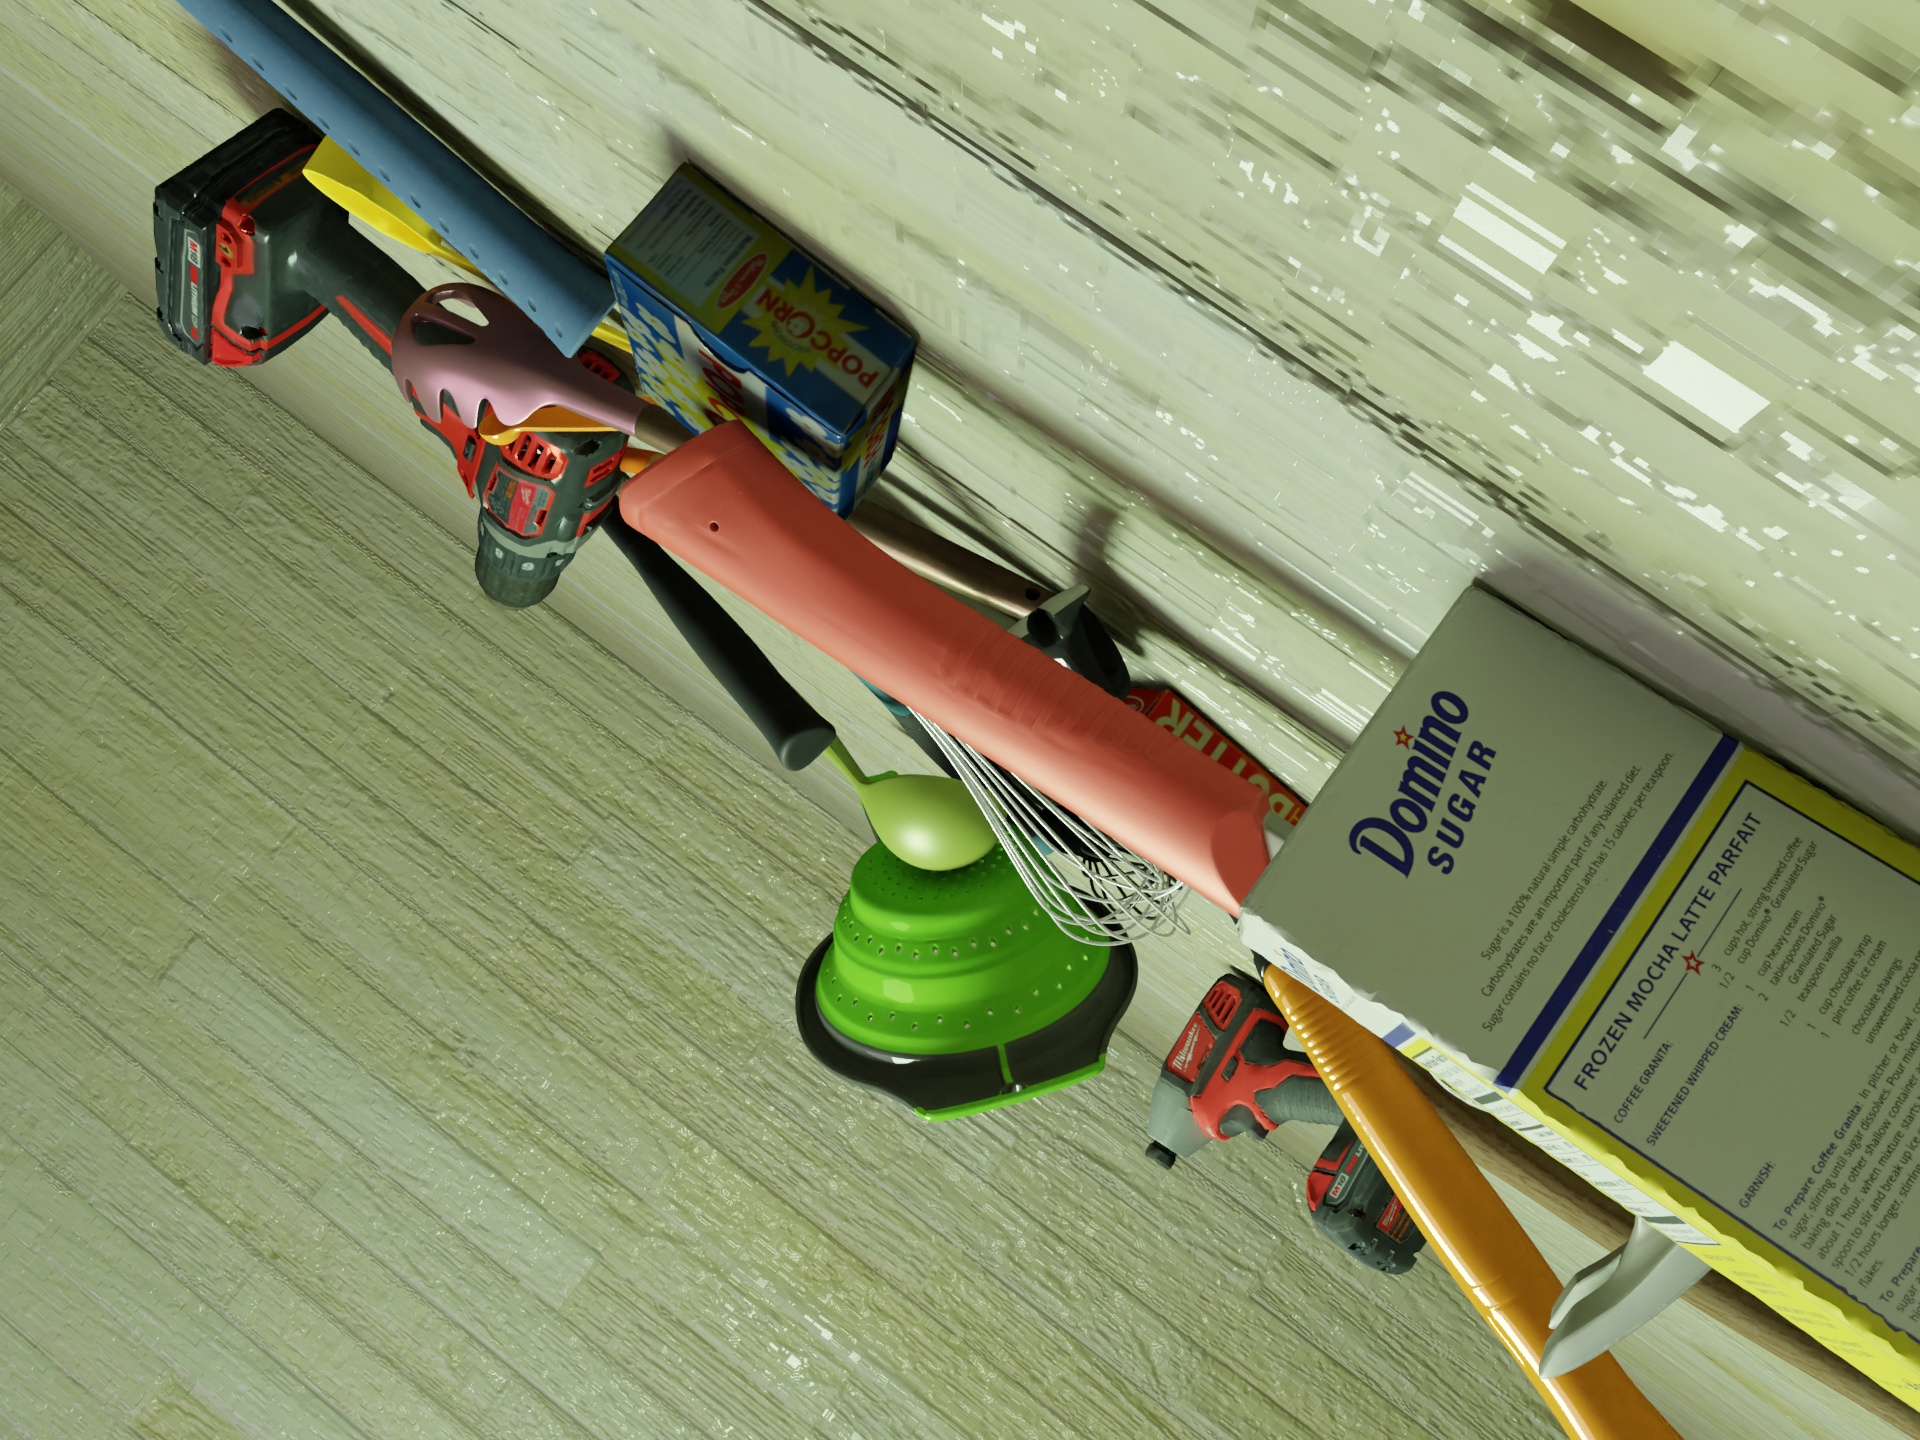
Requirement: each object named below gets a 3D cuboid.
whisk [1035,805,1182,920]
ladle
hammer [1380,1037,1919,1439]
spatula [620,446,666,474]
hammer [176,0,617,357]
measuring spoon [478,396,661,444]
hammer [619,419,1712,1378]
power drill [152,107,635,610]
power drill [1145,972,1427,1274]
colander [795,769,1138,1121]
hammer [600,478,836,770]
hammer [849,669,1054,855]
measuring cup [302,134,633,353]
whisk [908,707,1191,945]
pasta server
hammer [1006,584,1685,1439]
[{"bbox_3d":[0.078,0.072,0.905,0.055,0.055,0.239,38,176,-10],"label":"whisk"},{"bbox_3d":[-0.089,-0.014,0.952,0.320,0.062,0.078,42,178,37],"label":"ladle"},{"bbox_3d":[0.278,0.203,0.541,0.331,0.031,0.130,32,-154,7],"label":"hammer"},{"bbox_3d":[-0.125,-0.123,0.763,0.323,0.041,0.080,26,166,35],"label":"spatula"},{"bbox_3d":[-0.285,-0.274,0.542,0.405,0.035,0.144,40,171,-18],"label":"hammer"},{"bbox_3d":[-0.148,-0.124,0.666,0.117,0.021,0.011,-1,137,15],"label":"measuring spoon"},{"bbox_3d":[0.051,0.028,0.443,0.359,0.149,0.037,32,-147,14],"label":"hammer"},{"bbox_3d":[-0.267,-0.157,0.767,0.226,0.080,0.188,37,146,-4],"label":"power drill"},{"bbox_3d":[0.217,0.266,1.055,0.078,0.143,0.220,40,169,-33],"label":"power drill"},{"bbox_3d":[-0.022,0.088,1.000,0.397,0.204,0.094,-121,19,-64],"label":"colander"},{"bbox_3d":[-0.166,-0.083,0.866,0.335,0.035,0.146,46,179,37],"label":"hammer"},{"bbox_3d":[-0.028,-0.006,0.954,0.128,0.033,0.330,30,170,44],"label":"hammer"},{"bbox_3d":[-0.188,-0.194,0.650,0.156,0.029,0.062,27,177,-11],"label":"measuring cup"},{"bbox_3d":[-0.001,-0.001,0.584,0.284,0.070,0.070,42,170,-30],"label":"whisk"},{"bbox_3d":[-0.099,-0.103,0.623,0.316,0.060,0.040,26,164,14],"label":"pasta server"},{"bbox_3d":[0.121,0.101,0.503,0.337,0.034,0.127,55,-174,10],"label":"hammer"}]
